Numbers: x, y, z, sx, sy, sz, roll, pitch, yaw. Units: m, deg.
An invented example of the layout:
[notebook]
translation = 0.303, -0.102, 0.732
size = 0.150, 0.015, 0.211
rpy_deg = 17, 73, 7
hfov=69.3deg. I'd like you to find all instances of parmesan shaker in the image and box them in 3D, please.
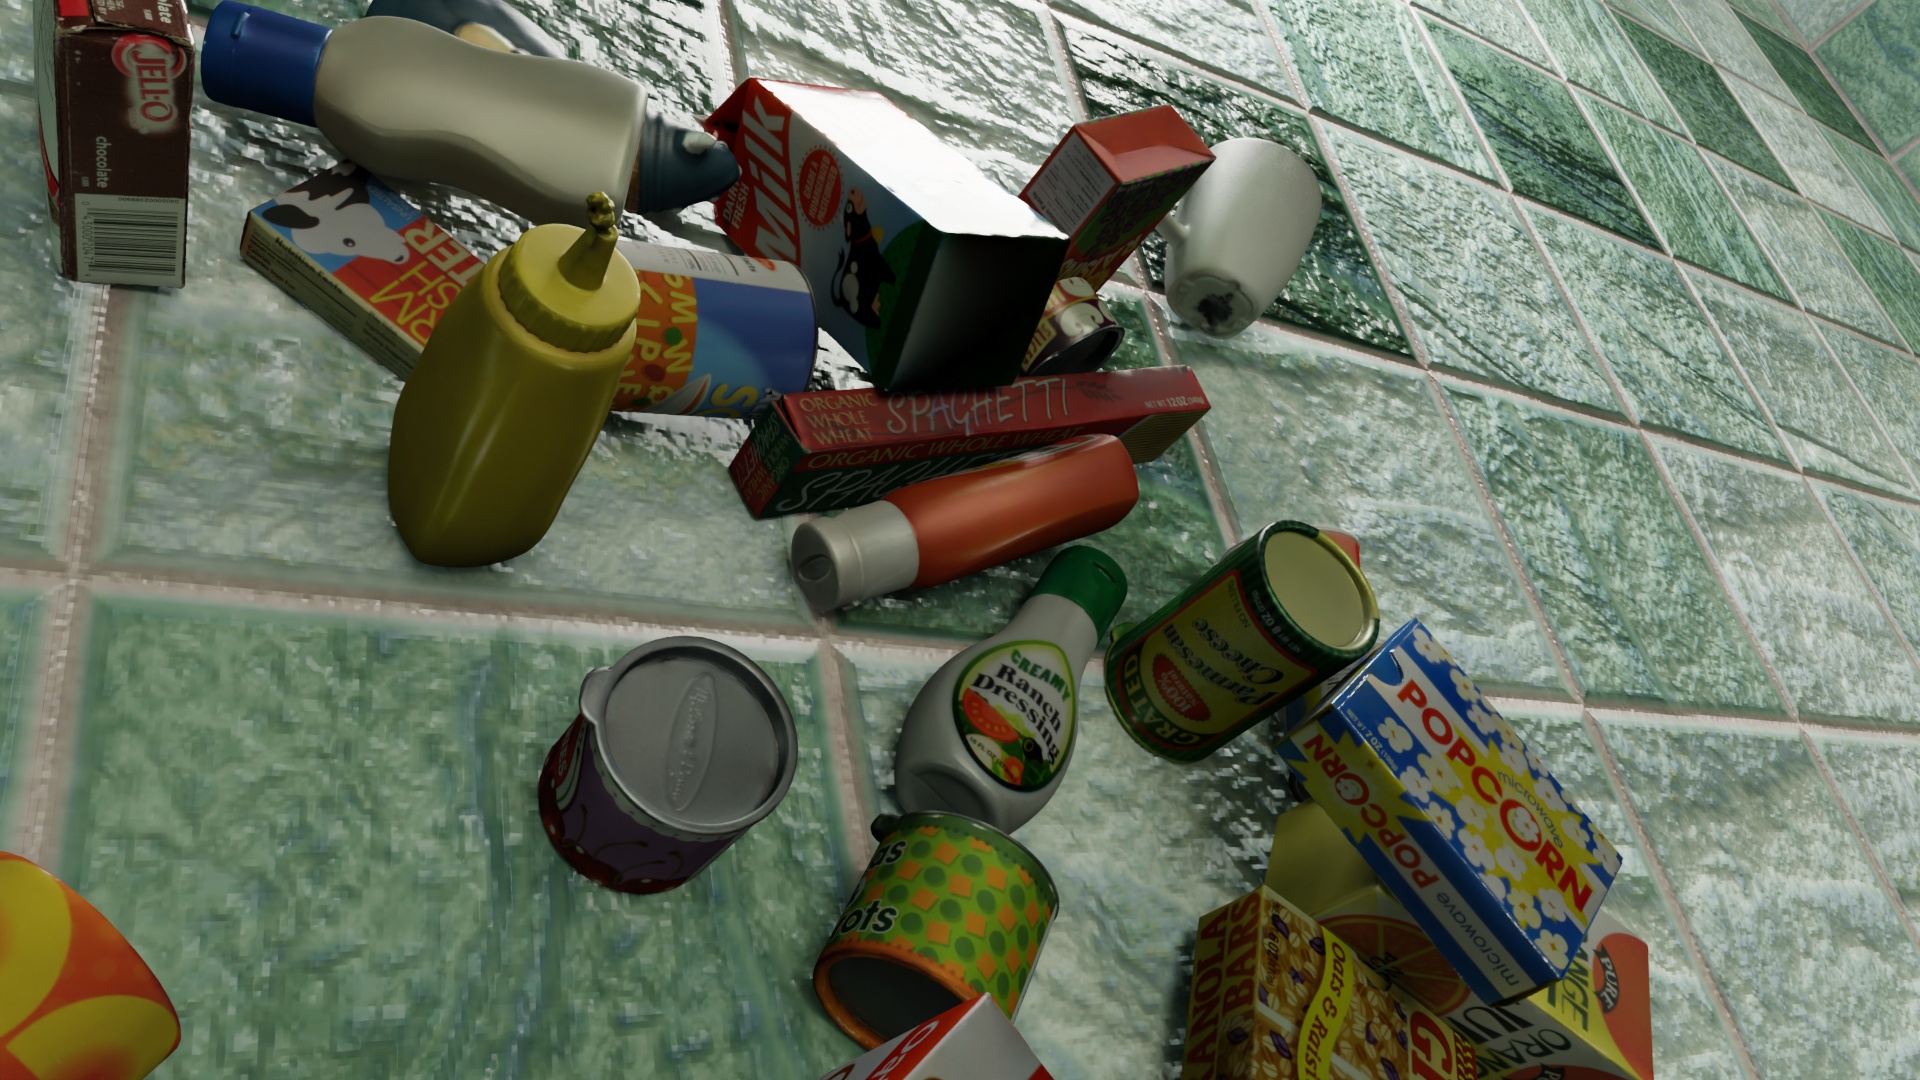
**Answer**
[parmesan shaker]
translation = 0.116, 0.042, 0.593
size = 0.071, 0.102, 0.071
rpy_deg = 20, 49, -24

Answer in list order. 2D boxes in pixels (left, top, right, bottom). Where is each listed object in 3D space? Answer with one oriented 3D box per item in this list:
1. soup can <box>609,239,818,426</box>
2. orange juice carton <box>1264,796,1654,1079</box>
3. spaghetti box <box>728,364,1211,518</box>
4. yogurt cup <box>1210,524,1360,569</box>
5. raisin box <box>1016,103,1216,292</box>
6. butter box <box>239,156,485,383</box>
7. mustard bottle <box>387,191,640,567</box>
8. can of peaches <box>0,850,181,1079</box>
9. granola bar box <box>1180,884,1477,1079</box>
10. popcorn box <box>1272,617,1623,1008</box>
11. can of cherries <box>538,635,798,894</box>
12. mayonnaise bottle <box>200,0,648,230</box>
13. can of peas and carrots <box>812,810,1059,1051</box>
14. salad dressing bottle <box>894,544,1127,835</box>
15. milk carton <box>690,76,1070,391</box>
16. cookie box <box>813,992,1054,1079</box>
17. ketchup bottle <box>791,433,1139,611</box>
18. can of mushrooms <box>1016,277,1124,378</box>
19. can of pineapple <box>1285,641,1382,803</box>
[soup can]
translation = -0.108, -0.079, 0.545
size = 0.084, 0.071, 0.071
rpy_deg = 0, 59, -36
[orange juice carton]
translation = 0.225, 0.183, 0.589
size = 0.192, 0.072, 0.072
rpy_deg = 36, 43, -9
[spaghetti box]
translation = 0.014, -0.048, 0.624
size = 0.251, 0.050, 0.029
rpy_deg = -10, 64, -41
[yogurt cup]
translation = 0.162, 0.030, 0.667
size = 0.072, 0.072, 0.054
rpy_deg = 11, 61, -31
[raisin box]
translation = 0.056, -0.151, 0.680
size = 0.086, 0.122, 0.040
rpy_deg = -29, 78, -46
[butter box]
translation = -0.203, -0.091, 0.511
size = 0.103, 0.024, 0.053
rpy_deg = 39, 44, -6
[mustard bottle]
translation = -0.136, -0.051, 0.433
size = 0.049, 0.159, 0.065
rpy_deg = -1, 61, -39
[can of peaches]
translation = -0.221, 0.114, 0.311
size = 0.071, 0.071, 0.058
rpy_deg = 43, 42, -2
[granola bar box]
translation = 0.134, 0.225, 0.494
size = 0.124, 0.039, 0.166
rpy_deg = 39, 36, -13
[popcorn box]
translation = 0.192, 0.103, 0.543
size = 0.085, 0.038, 0.127
rpy_deg = -29, 77, -45
[can of cherries]
translation = -0.096, 0.071, 0.444
size = 0.071, 0.058, 0.072
rpy_deg = 19, 50, -25
[mayonnaise bottle]
translation = -0.195, -0.160, 0.514
size = 0.148, 0.041, 0.065
rpy_deg = 13, 67, -15
[can of peas and carrots]
translation = -0.010, 0.131, 0.457
size = 0.071, 0.070, 0.059
rpy_deg = 38, 44, -7
[salad dressing bottle]
translation = 0.026, 0.056, 0.557
size = 0.064, 0.043, 0.148
rpy_deg = 42, 43, -5
[milk carton]
translation = -0.046, -0.146, 0.613
size = 0.072, 0.073, 0.191
rpy_deg = -7, 41, -40
[cookie box]
translation = -0.060, 0.175, 0.311
size = 0.040, 0.166, 0.123
rpy_deg = 52, 44, 6
[ketchup bottle]
translation = 0.002, -0.007, 0.578
size = 0.149, 0.064, 0.043
rpy_deg = -18, 87, -35
[can of mushrooms]
translation = 0.042, -0.093, 0.665
size = 0.071, 0.070, 0.033
rpy_deg = -22, 73, -45
[can of pineapple]
translation = 0.183, 0.089, 0.637
size = 0.071, 0.070, 0.058
rpy_deg = 27, 46, -19
